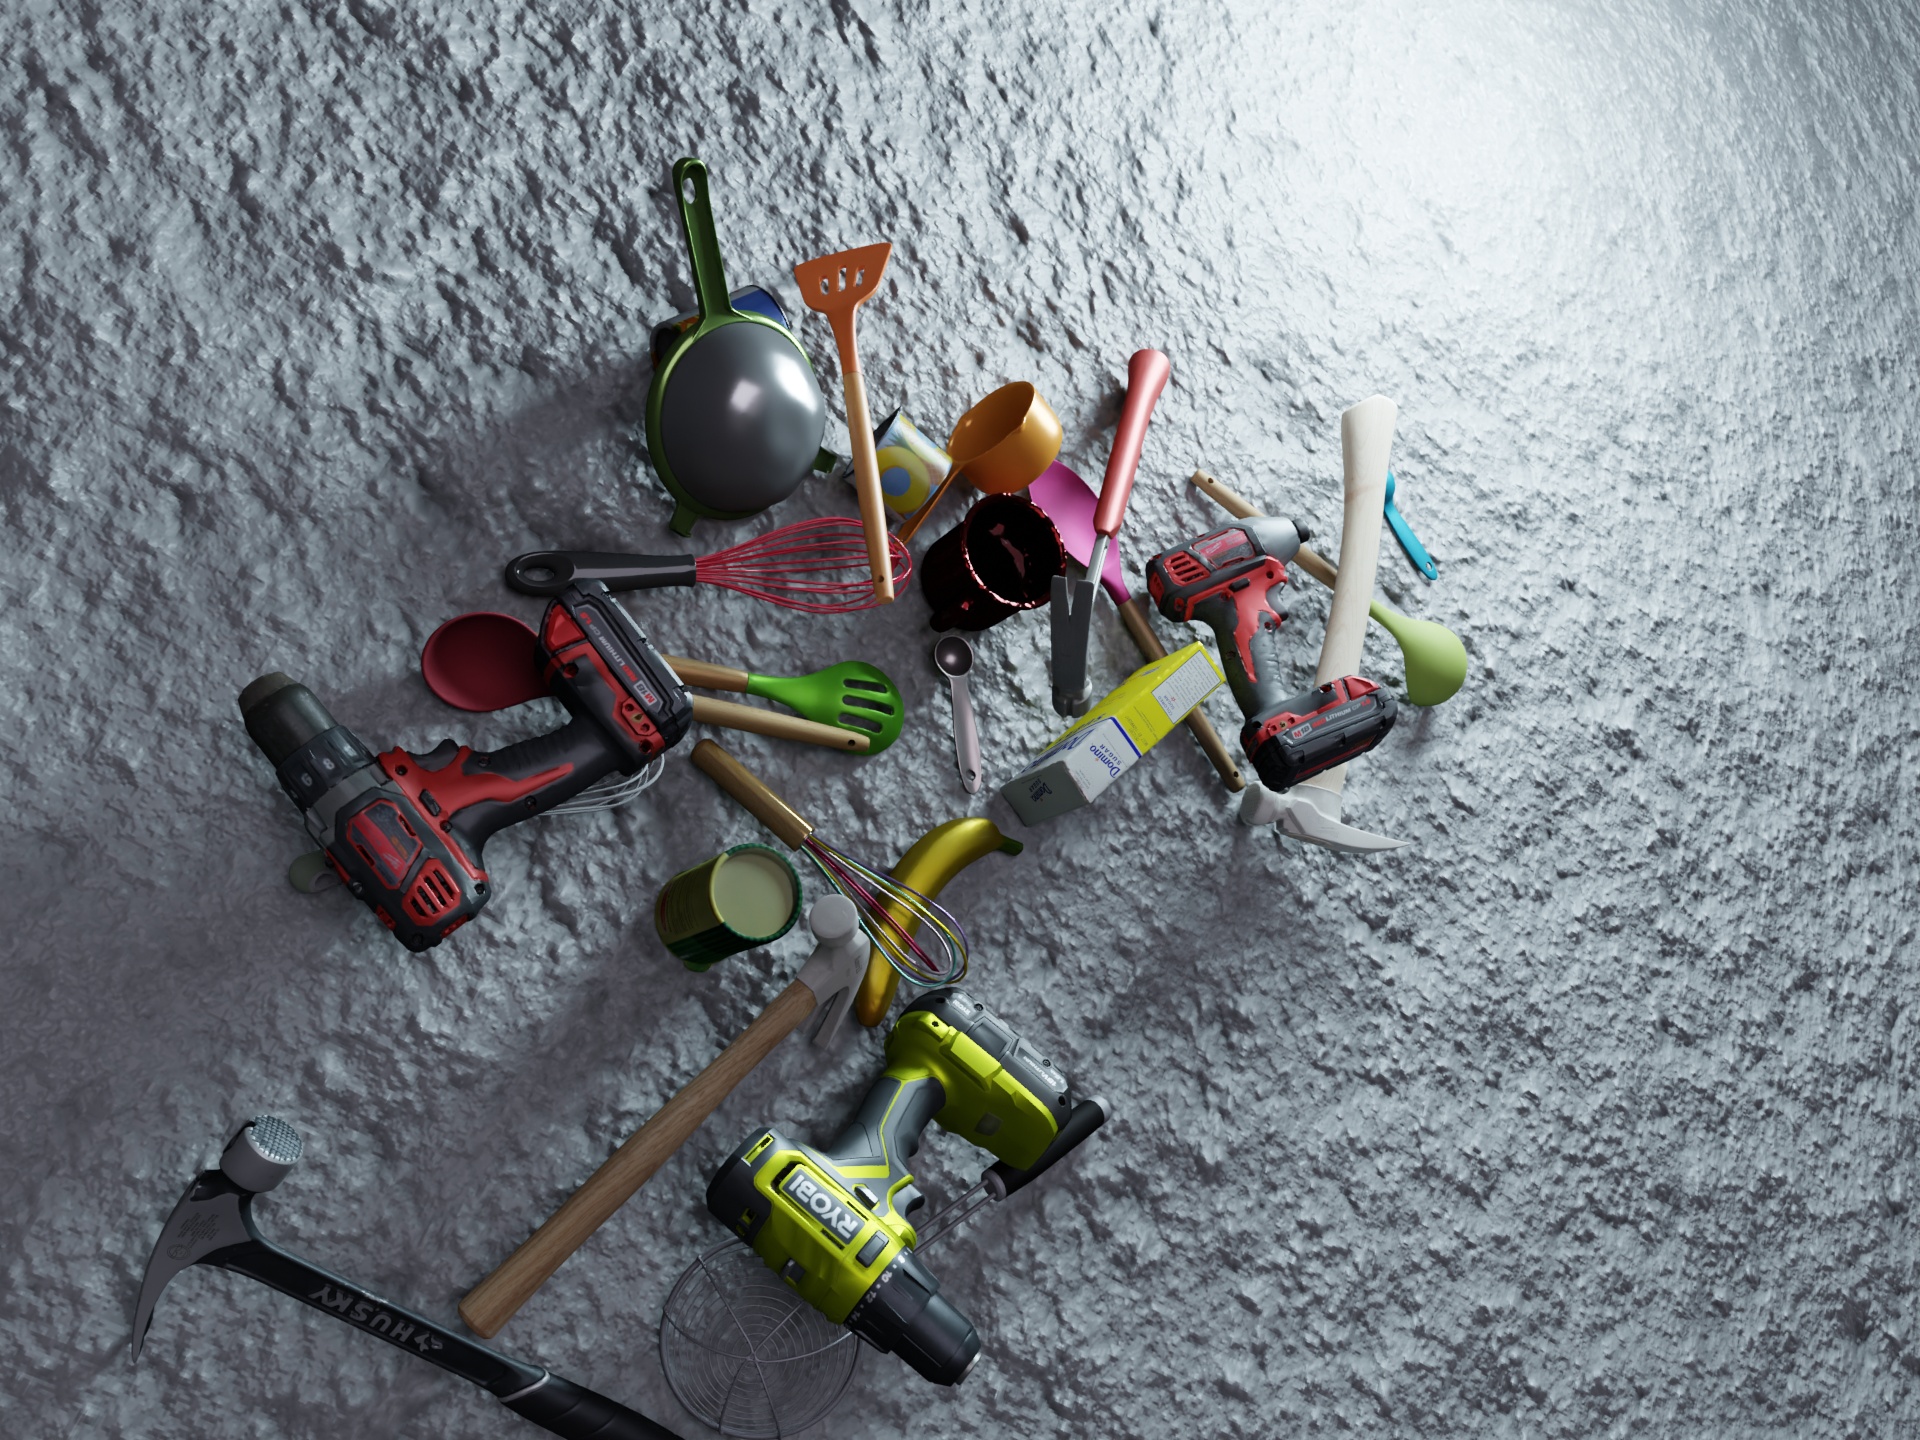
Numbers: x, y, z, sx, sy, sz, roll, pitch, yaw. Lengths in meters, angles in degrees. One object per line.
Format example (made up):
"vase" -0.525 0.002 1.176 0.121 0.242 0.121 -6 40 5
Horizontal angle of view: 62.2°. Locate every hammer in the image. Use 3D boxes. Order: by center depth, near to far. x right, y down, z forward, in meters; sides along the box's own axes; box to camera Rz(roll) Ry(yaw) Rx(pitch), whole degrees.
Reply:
"hammer" -0.272 0.380 0.917 0.408 0.036 0.149 38 98 -22
"hammer" -0.178 0.252 1.002 0.031 0.130 0.331 37 67 22
"hammer" 0.121 -0.181 1.270 0.037 0.149 0.359 10 53 10
"hammer" 0.346 -0.090 1.386 0.146 0.038 0.411 16 75 -13

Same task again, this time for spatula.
"spatula" -0.074 -0.229 1.180 0.081 0.041 0.323 -12 68 8

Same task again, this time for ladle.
"ladle" -0.207 -0.015 1.086 0.315 0.031 0.069 13 105 -24
"ladle" 0.331 -0.122 1.435 0.320 0.062 0.078 35 65 -9

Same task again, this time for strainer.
"strainer" -0.149 -0.256 1.101 0.151 0.069 0.256 -31 127 -33

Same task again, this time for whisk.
"whisk" -0.304 0.057 1.017 0.246 0.057 0.059 -21 52 -30
"whisk" -0.093 0.100 1.099 0.245 0.047 0.051 40 69 5
"whisk" -0.172 -0.108 1.132 0.295 0.073 0.073 -4 78 -24

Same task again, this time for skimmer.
"skimmer" -0.036 0.350 1.089 0.363 0.090 0.127 -23 85 -43

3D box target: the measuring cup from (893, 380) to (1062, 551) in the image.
"measuring cup" 0.013 -0.187 1.255 0.052 0.095 0.173 42 80 -31

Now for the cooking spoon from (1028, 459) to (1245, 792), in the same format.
"cooking spoon" 0.149 -0.076 1.325 0.069 0.017 0.319 -34 93 -37

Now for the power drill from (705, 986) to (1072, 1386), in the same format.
"power drill" -0.025 0.295 1.025 0.190 0.080 0.228 37 42 12

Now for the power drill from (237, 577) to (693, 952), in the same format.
"power drill" -0.299 0.005 0.970 0.227 0.080 0.188 -39 91 -23

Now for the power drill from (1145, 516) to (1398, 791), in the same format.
"power drill" 0.260 -0.066 1.308 0.143 0.078 0.220 -24 72 -8

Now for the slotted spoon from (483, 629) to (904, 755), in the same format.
"slotted spoon" -0.177 -0.029 1.121 0.313 0.031 0.070 11 77 -25

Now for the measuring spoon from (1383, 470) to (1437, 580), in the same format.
"measuring spoon" 0.422 -0.190 1.510 0.042 0.021 0.128 -36 94 -32

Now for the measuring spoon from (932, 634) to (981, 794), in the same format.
"measuring spoon" -0.002 -0.004 1.223 0.034 0.018 0.124 -6 85 -30
